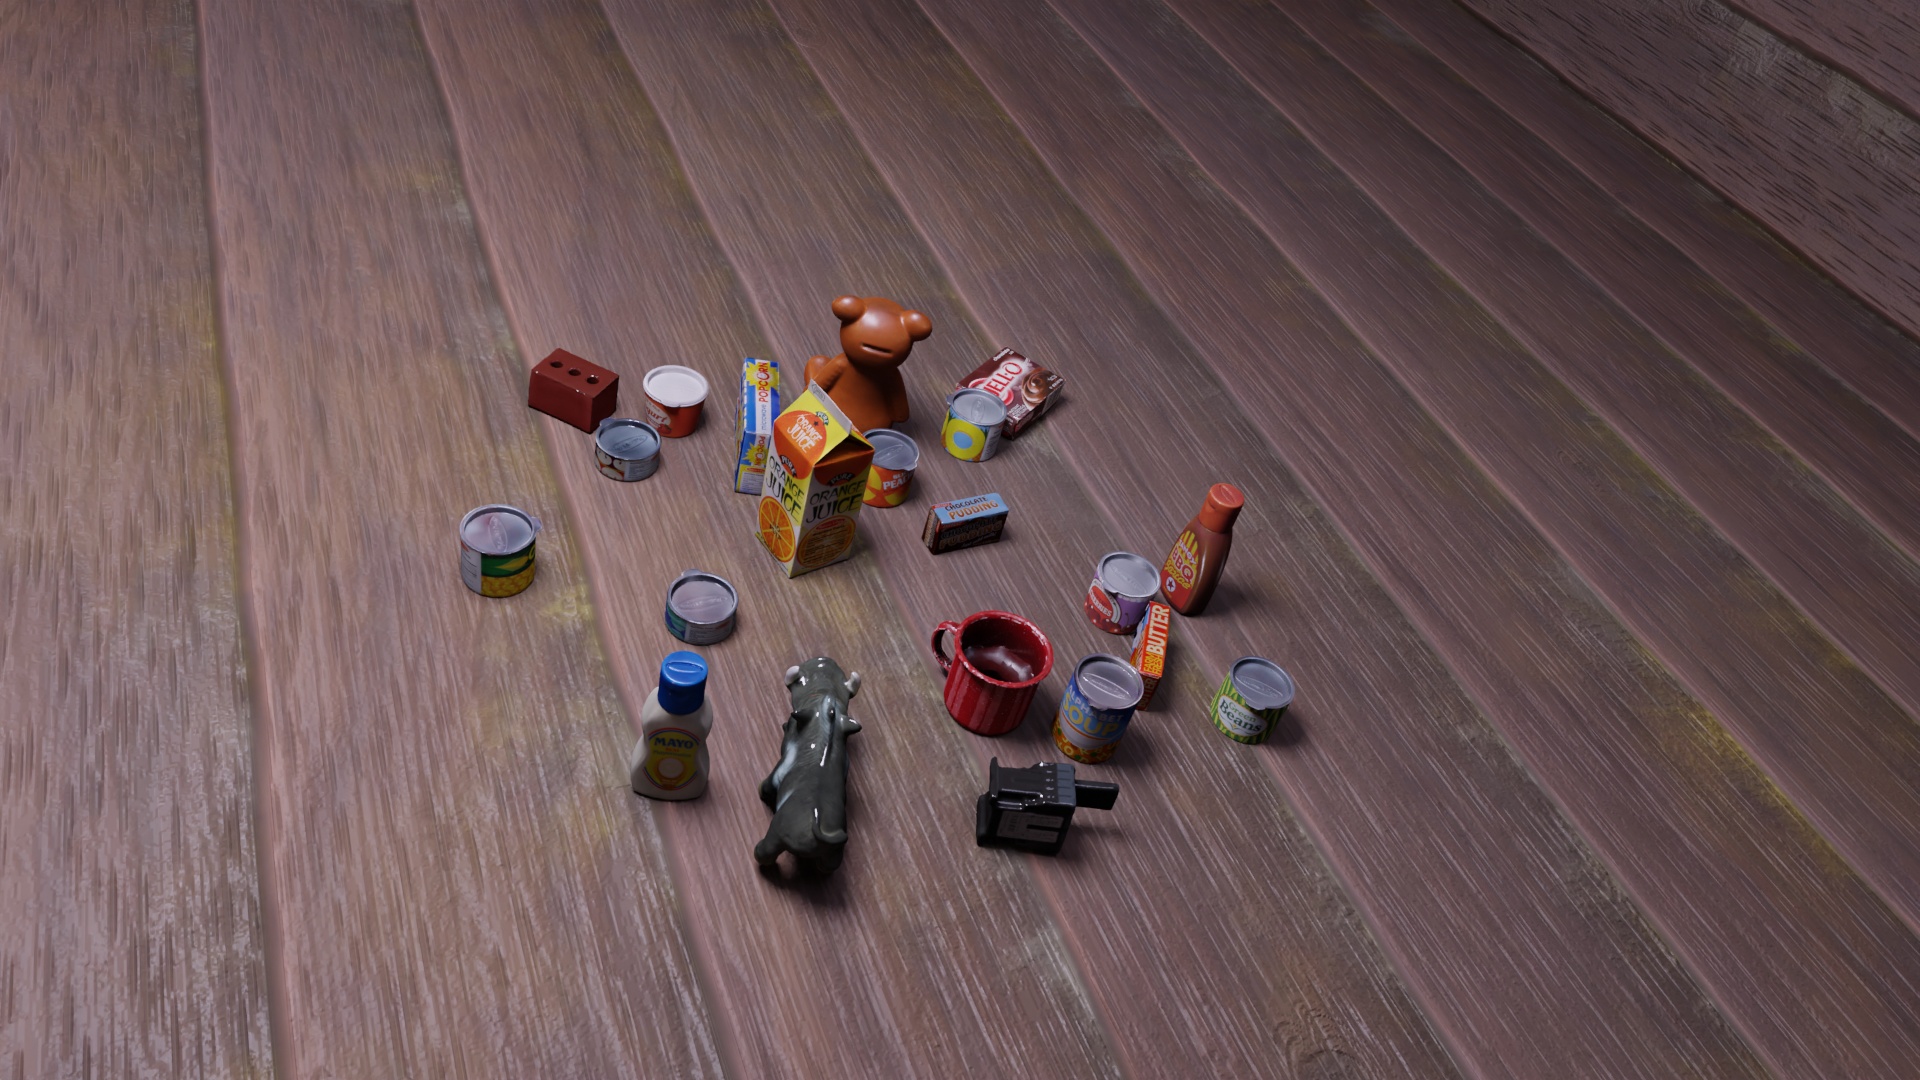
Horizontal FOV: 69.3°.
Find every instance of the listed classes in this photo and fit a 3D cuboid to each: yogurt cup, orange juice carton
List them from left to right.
[{"bbox_3d":[-0.307,-0.147,1.488,0.072,0.053,0.073,10,42,-9],"label":"yogurt cup"},{"bbox_3d":[-0.140,-0.062,1.347,0.073,0.191,0.072,-19,53,-34],"label":"orange juice carton"}]

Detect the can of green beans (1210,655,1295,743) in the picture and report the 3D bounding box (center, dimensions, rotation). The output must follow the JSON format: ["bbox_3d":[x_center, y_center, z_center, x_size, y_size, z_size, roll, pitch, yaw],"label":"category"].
[{"bbox_3d":[0.284,0.156,1.355,0.071,0.057,0.071,10,42,-9],"label":"can of green beans"}]

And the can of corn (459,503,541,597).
[{"bbox_3d":[-0.422,0.009,1.277,0.071,0.058,0.071,10,42,-9],"label":"can of corn"}]

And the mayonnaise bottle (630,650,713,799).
[{"bbox_3d":[-0.230,0.151,1.120,0.065,0.147,0.041,8,42,-10],"label":"mayonnaise bottle"}]

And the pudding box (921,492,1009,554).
[{"bbox_3d":[0.005,-0.018,1.456,0.084,0.049,0.030,-11,49,-28],"label":"pudding box"}]

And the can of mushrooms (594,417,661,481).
[{"bbox_3d":[-0.345,-0.095,1.434,0.071,0.033,0.071,10,42,-9],"label":"can of mushrooms"}]

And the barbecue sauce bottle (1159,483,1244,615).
[{"bbox_3d":[0.252,0.007,1.438,0.044,0.147,0.065,-7,47,-25],"label":"barbecue sauce bottle"}]

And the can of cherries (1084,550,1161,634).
[{"bbox_3d":[0.163,0.055,1.424,0.071,0.058,0.072,10,42,-9],"label":"can of cherries"}]

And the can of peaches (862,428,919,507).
[{"bbox_3d":[-0.081,-0.076,1.484,0.071,0.057,0.071,10,42,-9],"label":"can of peaches"}]

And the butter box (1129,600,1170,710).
[{"bbox_3d":[0.185,0.114,1.371,0.024,0.052,0.104,17,41,0],"label":"butter box"}]

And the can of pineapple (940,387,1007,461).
[{"bbox_3d":[0.013,-0.132,1.576,0.071,0.057,0.071,10,42,-9],"label":"can of pineapple"}]

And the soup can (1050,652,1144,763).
[{"bbox_3d":[0.124,0.157,1.280,0.071,0.083,0.072,10,42,-9],"label":"soup can"}]

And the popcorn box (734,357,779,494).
[{"bbox_3d":[-0.215,-0.121,1.467,0.038,0.084,0.127,5,43,-13],"label":"popcorn box"}]

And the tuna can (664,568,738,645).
[{"bbox_3d":[-0.243,0.062,1.299,0.071,0.032,0.071,10,42,-9],"label":"tuna can"}]
